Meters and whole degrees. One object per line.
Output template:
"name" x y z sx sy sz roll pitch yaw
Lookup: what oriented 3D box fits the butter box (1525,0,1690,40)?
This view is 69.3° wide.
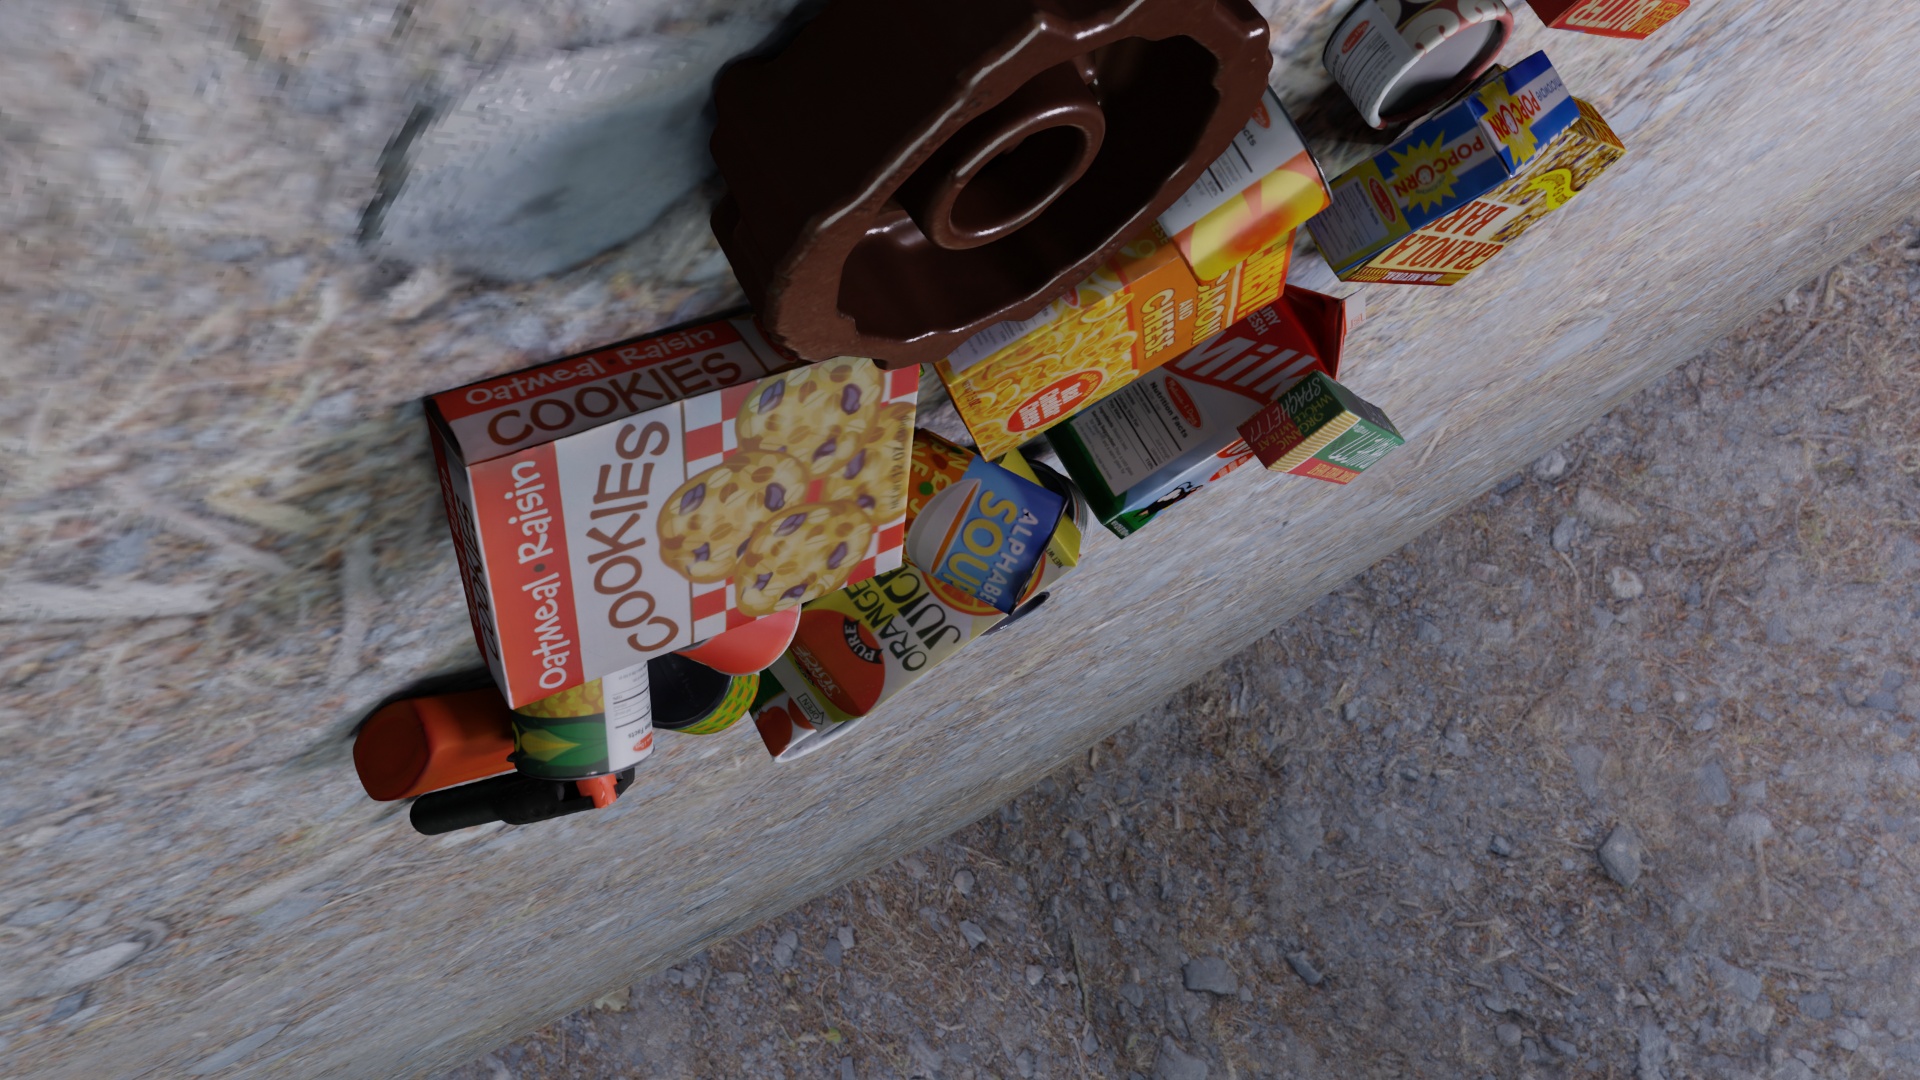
"butter box" 0.243 -0.224 0.539 0.104 0.053 0.024 -16 162 -44

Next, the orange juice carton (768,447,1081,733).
"orange juice carton" -0.029 0.031 0.788 0.192 0.071 0.073 -36 -173 14

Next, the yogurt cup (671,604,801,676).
"yogurt cup" -0.120 0.030 0.681 0.072 0.072 0.054 -34 157 16

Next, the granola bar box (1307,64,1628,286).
"granola bar box" 0.278 -0.190 0.754 0.123 0.039 0.166 -40 163 36

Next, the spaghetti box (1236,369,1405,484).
"spaghetti box" 0.212 -0.060 0.791 0.050 0.029 0.250 -38 166 20

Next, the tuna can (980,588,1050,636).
"tuna can" 0.032 0.046 1.098 0.071 0.033 0.071 -28 166 -8

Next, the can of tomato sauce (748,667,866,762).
"can of tomato sauce" -0.106 0.087 0.860 0.071 0.083 0.071 -28 165 -8

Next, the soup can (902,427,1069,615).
"soup can" 0.002 -0.009 0.696 0.071 0.084 0.071 -64 179 -2

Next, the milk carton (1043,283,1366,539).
"milk carton" 0.149 -0.083 0.798 0.190 0.073 0.072 -33 166 9

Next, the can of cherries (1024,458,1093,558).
"can of cherries" 0.041 -0.014 0.847 0.071 0.071 0.058 -33 166 12

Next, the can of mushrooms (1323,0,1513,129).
"can of mushrooms" 0.184 -0.198 0.551 0.071 0.033 0.071 -27 165 -8

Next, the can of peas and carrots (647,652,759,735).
"can of peas and carrots" -0.151 0.074 0.760 0.071 0.071 0.058 -30 166 0

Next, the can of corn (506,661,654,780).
"can of corn" -0.186 0.077 0.671 0.071 0.058 0.071 -2 -169 0

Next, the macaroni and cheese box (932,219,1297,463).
"macaroni and cheese box" 0.067 -0.106 0.624 0.166 0.040 0.123 -30 166 1

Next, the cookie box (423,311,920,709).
"cookie box" -0.099 -0.018 0.512 0.168 0.040 0.122 -20 141 -27

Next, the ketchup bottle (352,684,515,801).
"ketchup bottle" -0.233 0.097 0.722 0.064 0.043 0.149 -34 166 29

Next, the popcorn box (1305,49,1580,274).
"popcorn box" 0.214 -0.169 0.615 0.085 0.038 0.127 -27 -173 43

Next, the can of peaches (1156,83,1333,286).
"can of peaches" 0.098 -0.137 0.522 0.058 0.071 0.071 -33 165 13
